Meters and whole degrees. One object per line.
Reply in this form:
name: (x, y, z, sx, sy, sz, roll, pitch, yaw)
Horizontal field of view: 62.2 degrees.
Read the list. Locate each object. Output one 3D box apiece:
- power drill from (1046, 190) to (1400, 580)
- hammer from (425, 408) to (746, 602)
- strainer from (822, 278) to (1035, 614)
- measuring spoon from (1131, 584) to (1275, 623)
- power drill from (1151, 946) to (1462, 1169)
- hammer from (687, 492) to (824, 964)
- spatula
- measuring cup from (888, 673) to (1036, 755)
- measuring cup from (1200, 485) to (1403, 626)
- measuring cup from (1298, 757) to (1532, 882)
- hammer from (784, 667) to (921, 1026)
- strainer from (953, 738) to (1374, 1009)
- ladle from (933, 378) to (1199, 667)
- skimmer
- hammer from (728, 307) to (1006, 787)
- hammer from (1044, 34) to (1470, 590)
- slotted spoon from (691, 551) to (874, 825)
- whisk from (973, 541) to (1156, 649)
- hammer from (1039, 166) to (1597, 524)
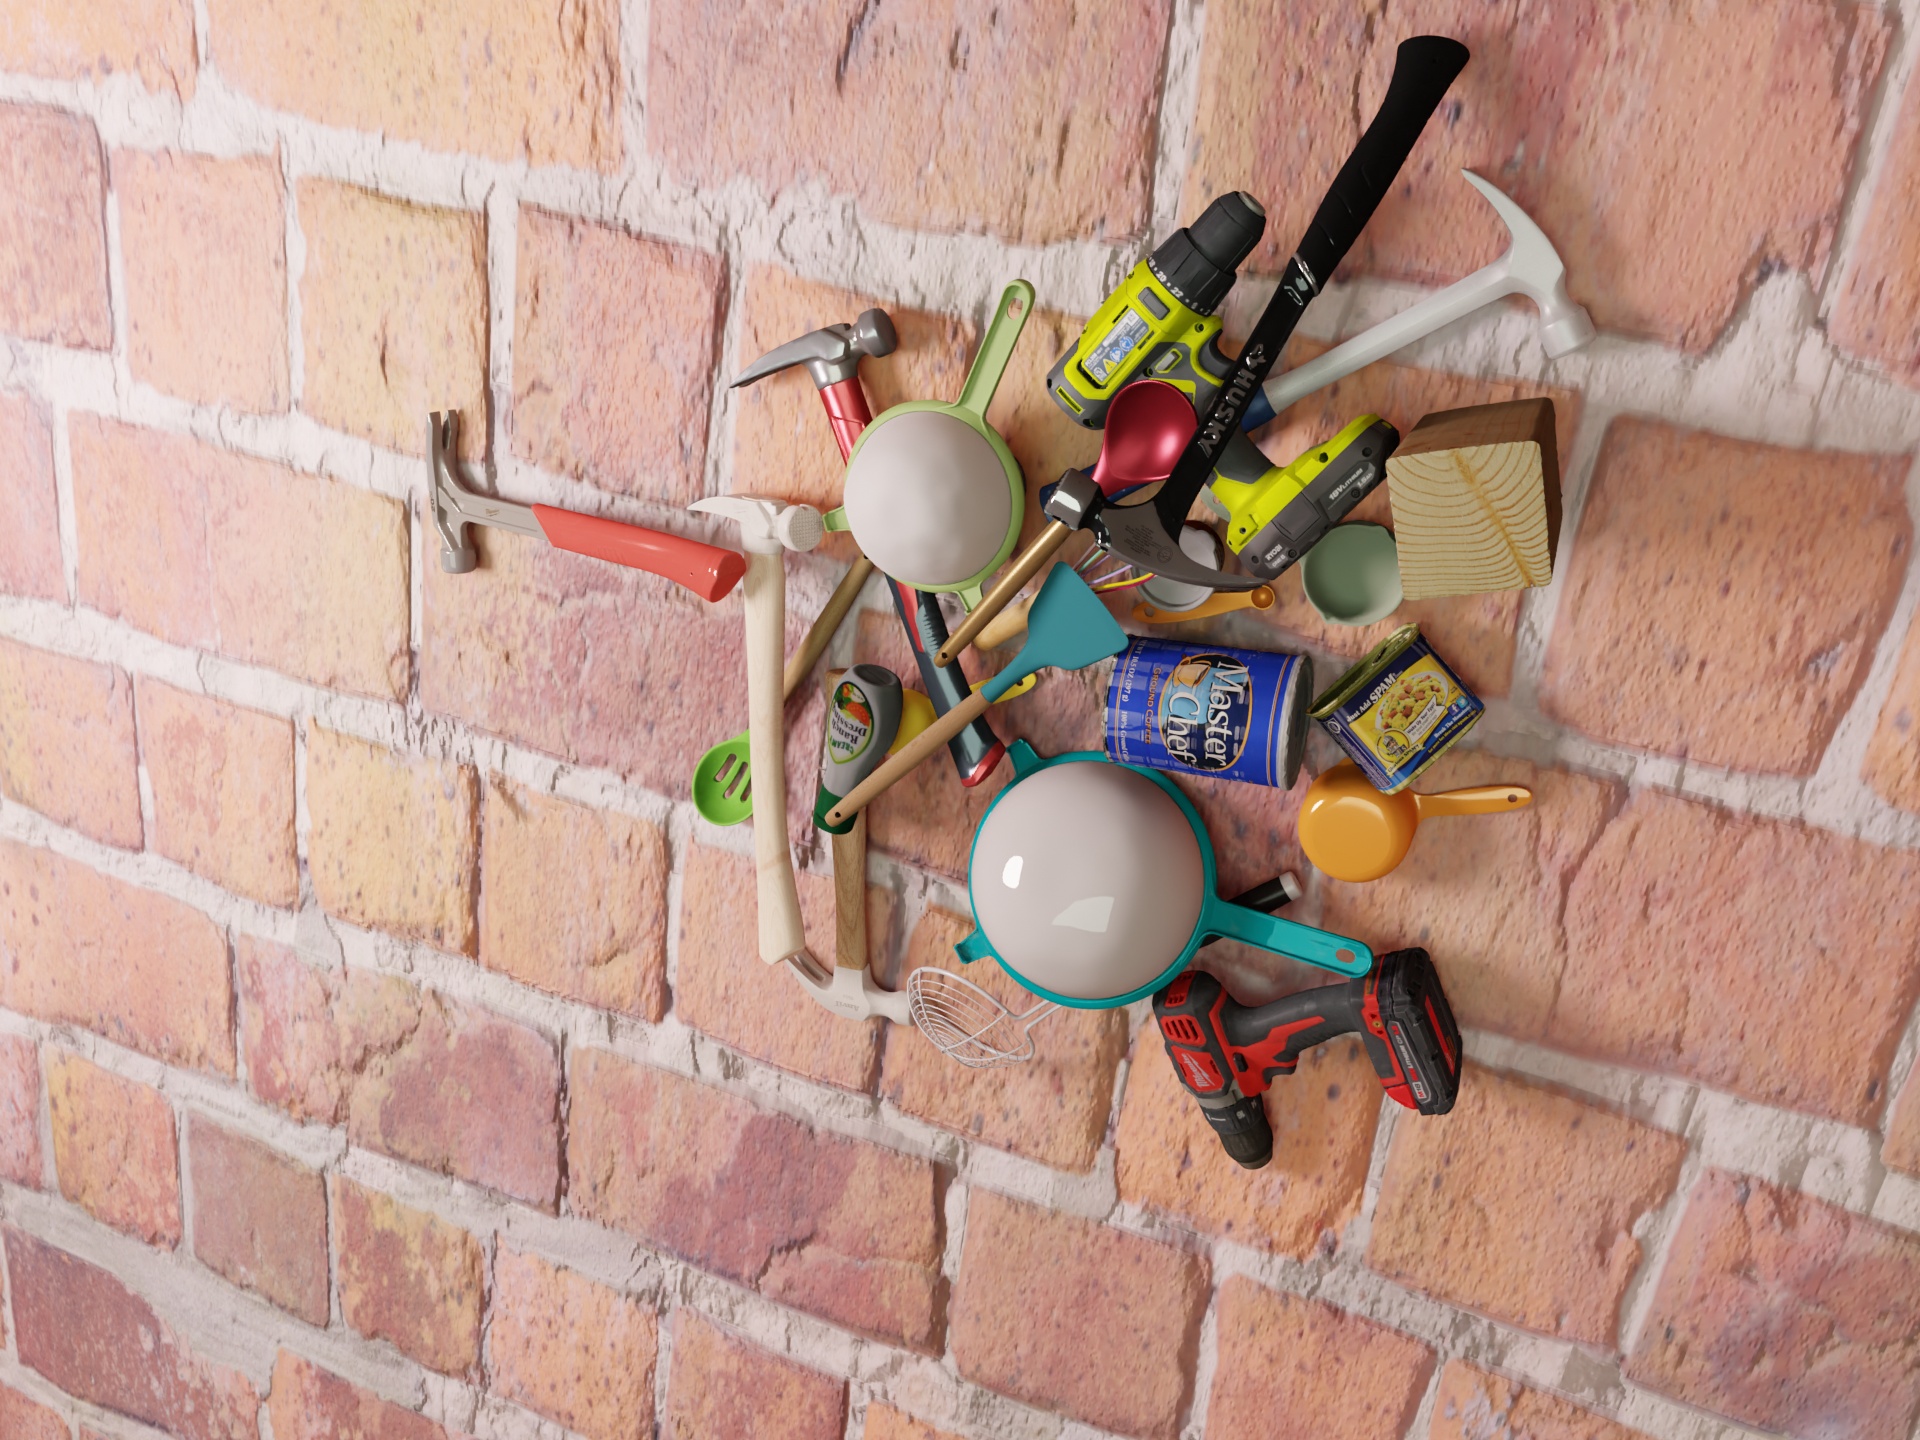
power drill: (0.194, -0.231, 1.108, 0.228, 0.080, 0.190, 47, 120, 5)
hammer: (-0.331, -0.171, 1.371, 0.359, 0.036, 0.149, 16, 115, 31)
strainer: (-0.012, -0.205, 1.179, 0.151, 0.069, 0.256, 32, 119, 11)
measuring spoon: (0.189, -0.091, 1.238, 0.117, 0.011, 0.021, -6, 106, 28)
power drill: (0.283, 0.278, 1.284, 0.227, 0.080, 0.187, -14, 112, 29)
hammer: (-0.171, 0.012, 1.363, 0.146, 0.038, 0.410, 17, 113, 44)
spatula: (-0.002, -0.004, 1.260, 0.317, 0.044, 0.082, -39, 89, 25)
measuring cup: (-0.008, -0.011, 1.334, 0.156, 0.029, 0.062, -19, 100, 27)
measuring cup: (0.255, -0.133, 1.180, 0.168, 0.038, 0.083, 31, 117, 12)
measuring cup: (0.341, 0.075, 1.204, 0.173, 0.052, 0.095, -9, 104, 27)
hammer: (-0.101, 0.114, 1.416, 0.130, 0.031, 0.331, 7, 110, 20)
strainer: (0.148, 0.142, 1.240, 0.340, 0.095, 0.211, 15, 91, 23)
ladle: (0.068, -0.133, 1.159, 0.069, 0.031, 0.315, 48, 129, 4)
skimmer: (0.118, 0.198, 1.350, 0.363, 0.090, 0.127, -29, 118, 17)
hammer: (-0.062, -0.126, 1.295, 0.143, 0.038, 0.386, -17, 97, 22)
hammer: (0.219, -0.271, 1.036, 0.149, 0.036, 0.409, 31, 86, 0)
slotted spoon: (-0.147, -0.031, 1.388, 0.070, 0.031, 0.313, 39, 116, 9)
whisk: (0.084, -0.100, 1.216, 0.245, 0.051, 0.047, -28, 77, 50)
hammer: (0.231, -0.244, 1.151, 0.405, 0.035, 0.144, -25, 97, 28)
